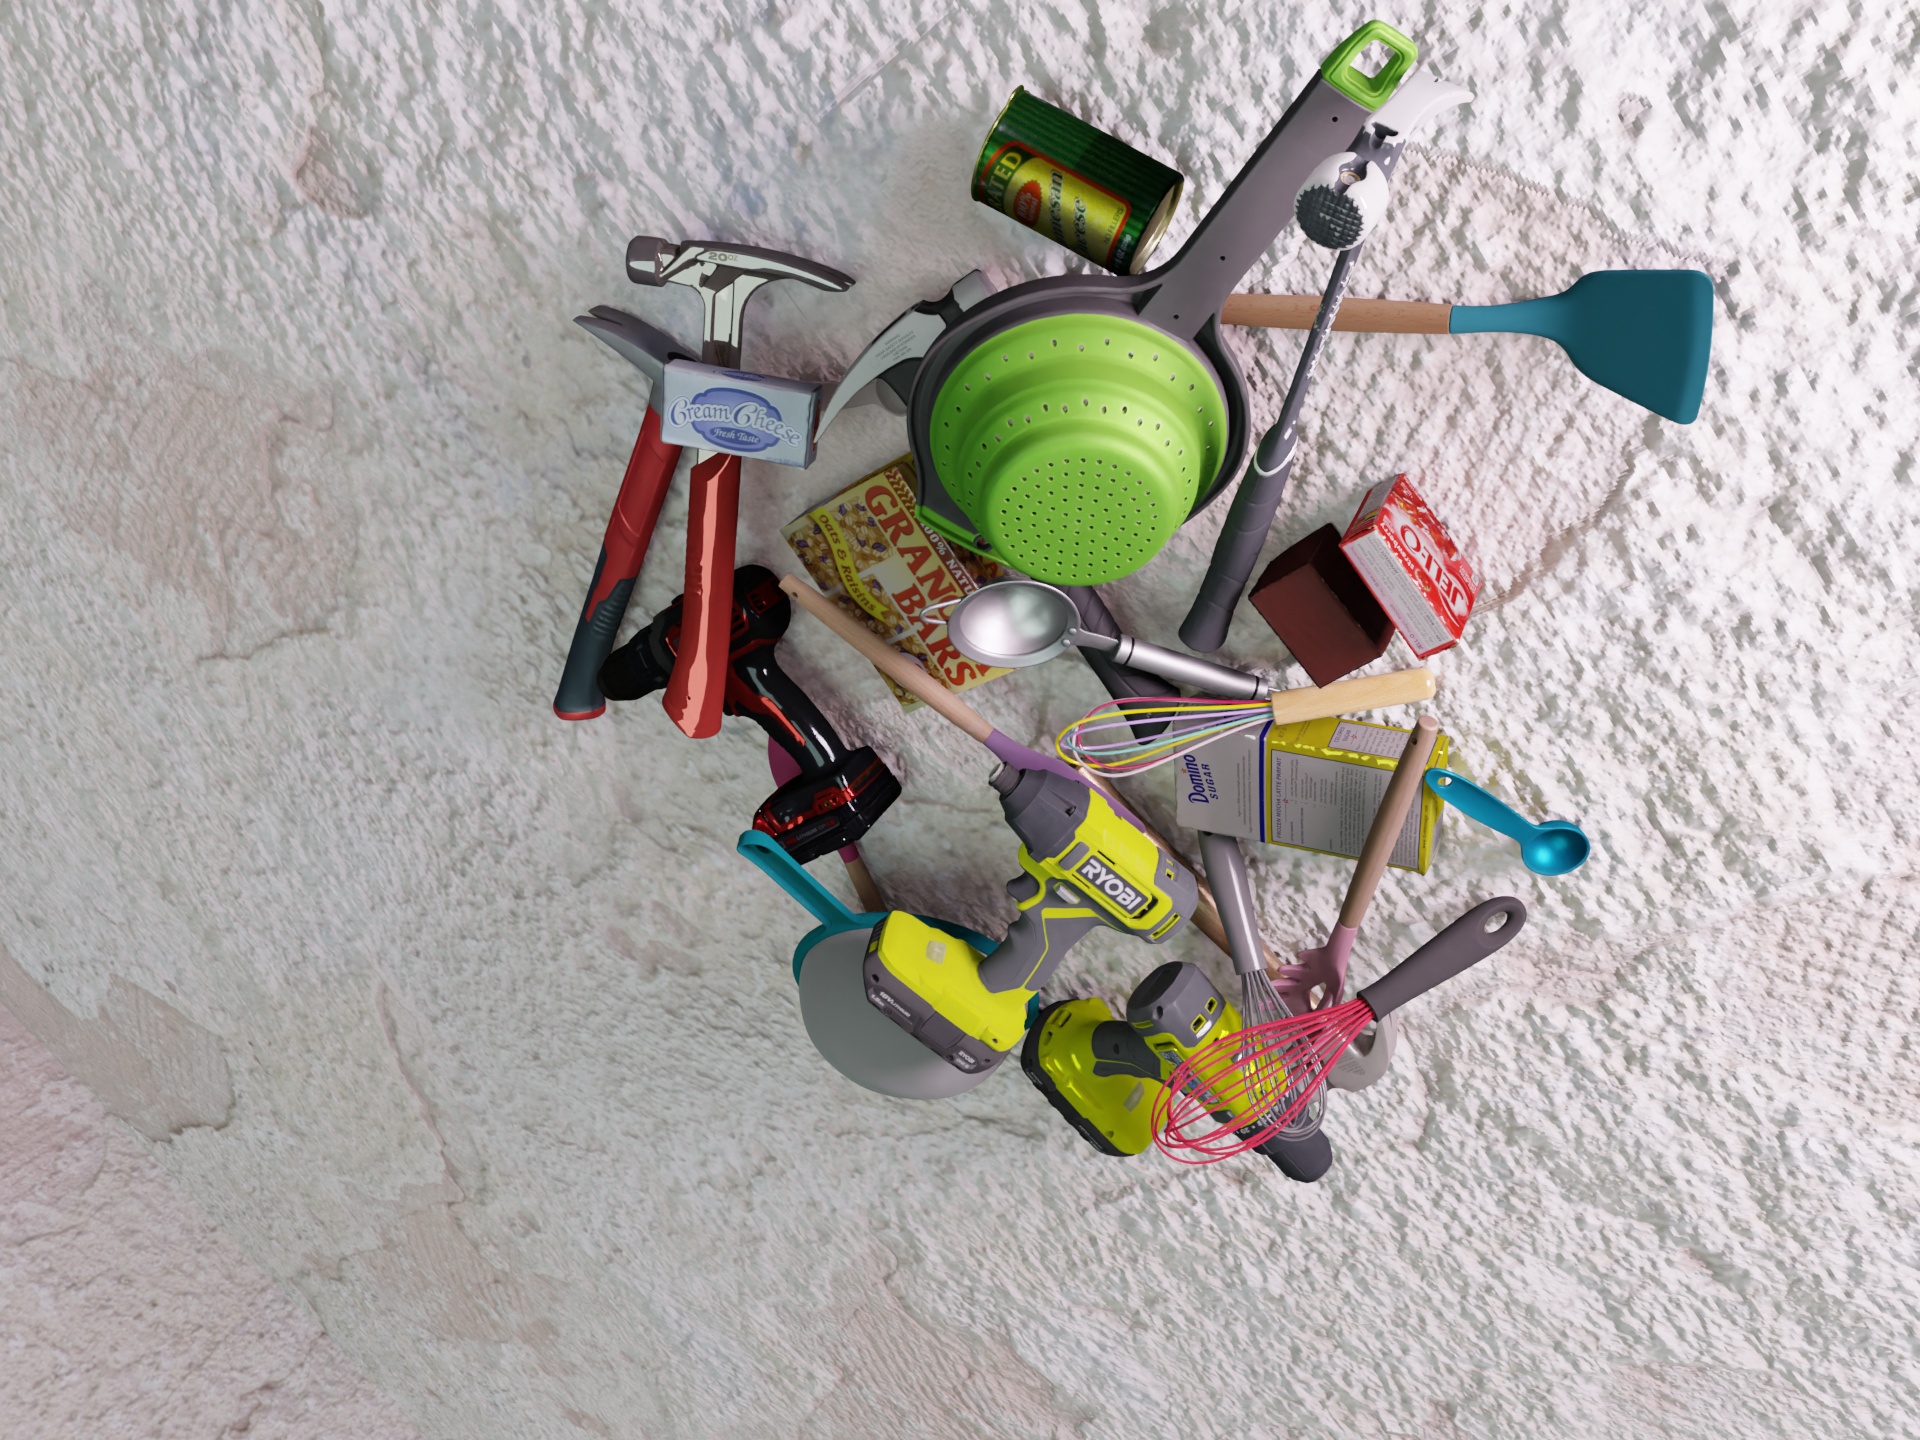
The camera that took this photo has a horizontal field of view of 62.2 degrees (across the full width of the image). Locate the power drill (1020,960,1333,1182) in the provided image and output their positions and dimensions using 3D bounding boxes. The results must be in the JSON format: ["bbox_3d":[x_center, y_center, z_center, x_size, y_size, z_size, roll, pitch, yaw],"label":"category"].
[{"bbox_3d":[0.164,0.279,1.220,0.190,0.080,0.228,49,150,-9],"label":"power drill"}]

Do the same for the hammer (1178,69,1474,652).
[{"bbox_3d":[0.180,-0.167,0.878,0.036,0.149,0.408,30,149,13],"label":"hammer"}]

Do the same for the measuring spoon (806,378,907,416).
[{"bbox_3d":[-0.075,-0.224,1.082,0.124,0.018,0.034,6,126,36],"label":"measuring spoon"}]

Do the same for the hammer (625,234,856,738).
[{"bbox_3d":[-0.163,-0.148,1.110,0.149,0.037,0.358,12,118,6],"label":"hammer"}]

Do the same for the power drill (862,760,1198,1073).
[{"bbox_3d":[0.037,0.140,1.155,0.171,0.080,0.223,39,115,-12],"label":"power drill"}]

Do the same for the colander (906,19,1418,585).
[{"bbox_3d":[0.109,-0.192,0.869,0.204,0.095,0.397,23,134,-20],"label":"colander"}]

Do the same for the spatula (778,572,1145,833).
[{"bbox_3d":[-0.002,-0.004,1.141,0.316,0.018,0.059,38,134,-7],"label":"spatula"}]

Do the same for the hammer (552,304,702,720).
[{"bbox_3d":[-0.277,-0.139,1.246,0.143,0.038,0.386,36,134,4],"label":"hammer"}]

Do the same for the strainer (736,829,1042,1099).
[{"bbox_3d":[-0.078,0.216,1.274,0.211,0.095,0.340,-16,134,29],"label":"strainer"}]

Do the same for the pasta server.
[{"bbox_3d":[0.259,0.118,1.056,0.060,0.040,0.316,53,149,38],"label":"pasta server"}]

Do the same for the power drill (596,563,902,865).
[{"bbox_3d":[-0.172,0.005,1.251,0.188,0.080,0.226,-25,102,33],"label":"power drill"}]

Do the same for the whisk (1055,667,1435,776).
[{"bbox_3d":[0.182,-0.002,1.032,0.245,0.051,0.047,-10,110,13],"label":"whisk"}]

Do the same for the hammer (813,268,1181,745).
[{"bbox_3d":[0.042,-0.117,1.051,0.146,0.035,0.334,-30,110,16],"label":"hammer"}]

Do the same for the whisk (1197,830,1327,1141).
[{"bbox_3d":[0.206,0.173,1.113,0.055,0.055,0.239,-25,73,41],"label":"whisk"}]

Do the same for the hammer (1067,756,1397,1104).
[{"bbox_3d":[0.196,0.151,1.182,0.331,0.031,0.130,45,134,-6],"label":"hammer"}]

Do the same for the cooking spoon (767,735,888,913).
[{"bbox_3d":[-0.083,0.137,1.348,0.069,0.017,0.318,-9,117,28],"label":"cooking spoon"}]

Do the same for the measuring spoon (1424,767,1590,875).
[{"bbox_3d":[0.344,0.057,1.011,0.128,0.021,0.042,30,125,-15],"label":"measuring spoon"}]

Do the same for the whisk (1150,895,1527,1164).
[{"bbox_3d":[0.252,0.199,1.049,0.073,0.296,0.073,57,172,12],"label":"whisk"}]

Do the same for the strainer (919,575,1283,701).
[{"bbox_3d":[0.098,-0.050,1.040,0.258,0.050,0.086,16,140,-12],"label":"strainer"}]

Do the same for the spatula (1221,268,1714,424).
[{"bbox_3d":[0.241,-0.218,0.873,0.317,0.044,0.082,10,131,26],"label":"spatula"}]
